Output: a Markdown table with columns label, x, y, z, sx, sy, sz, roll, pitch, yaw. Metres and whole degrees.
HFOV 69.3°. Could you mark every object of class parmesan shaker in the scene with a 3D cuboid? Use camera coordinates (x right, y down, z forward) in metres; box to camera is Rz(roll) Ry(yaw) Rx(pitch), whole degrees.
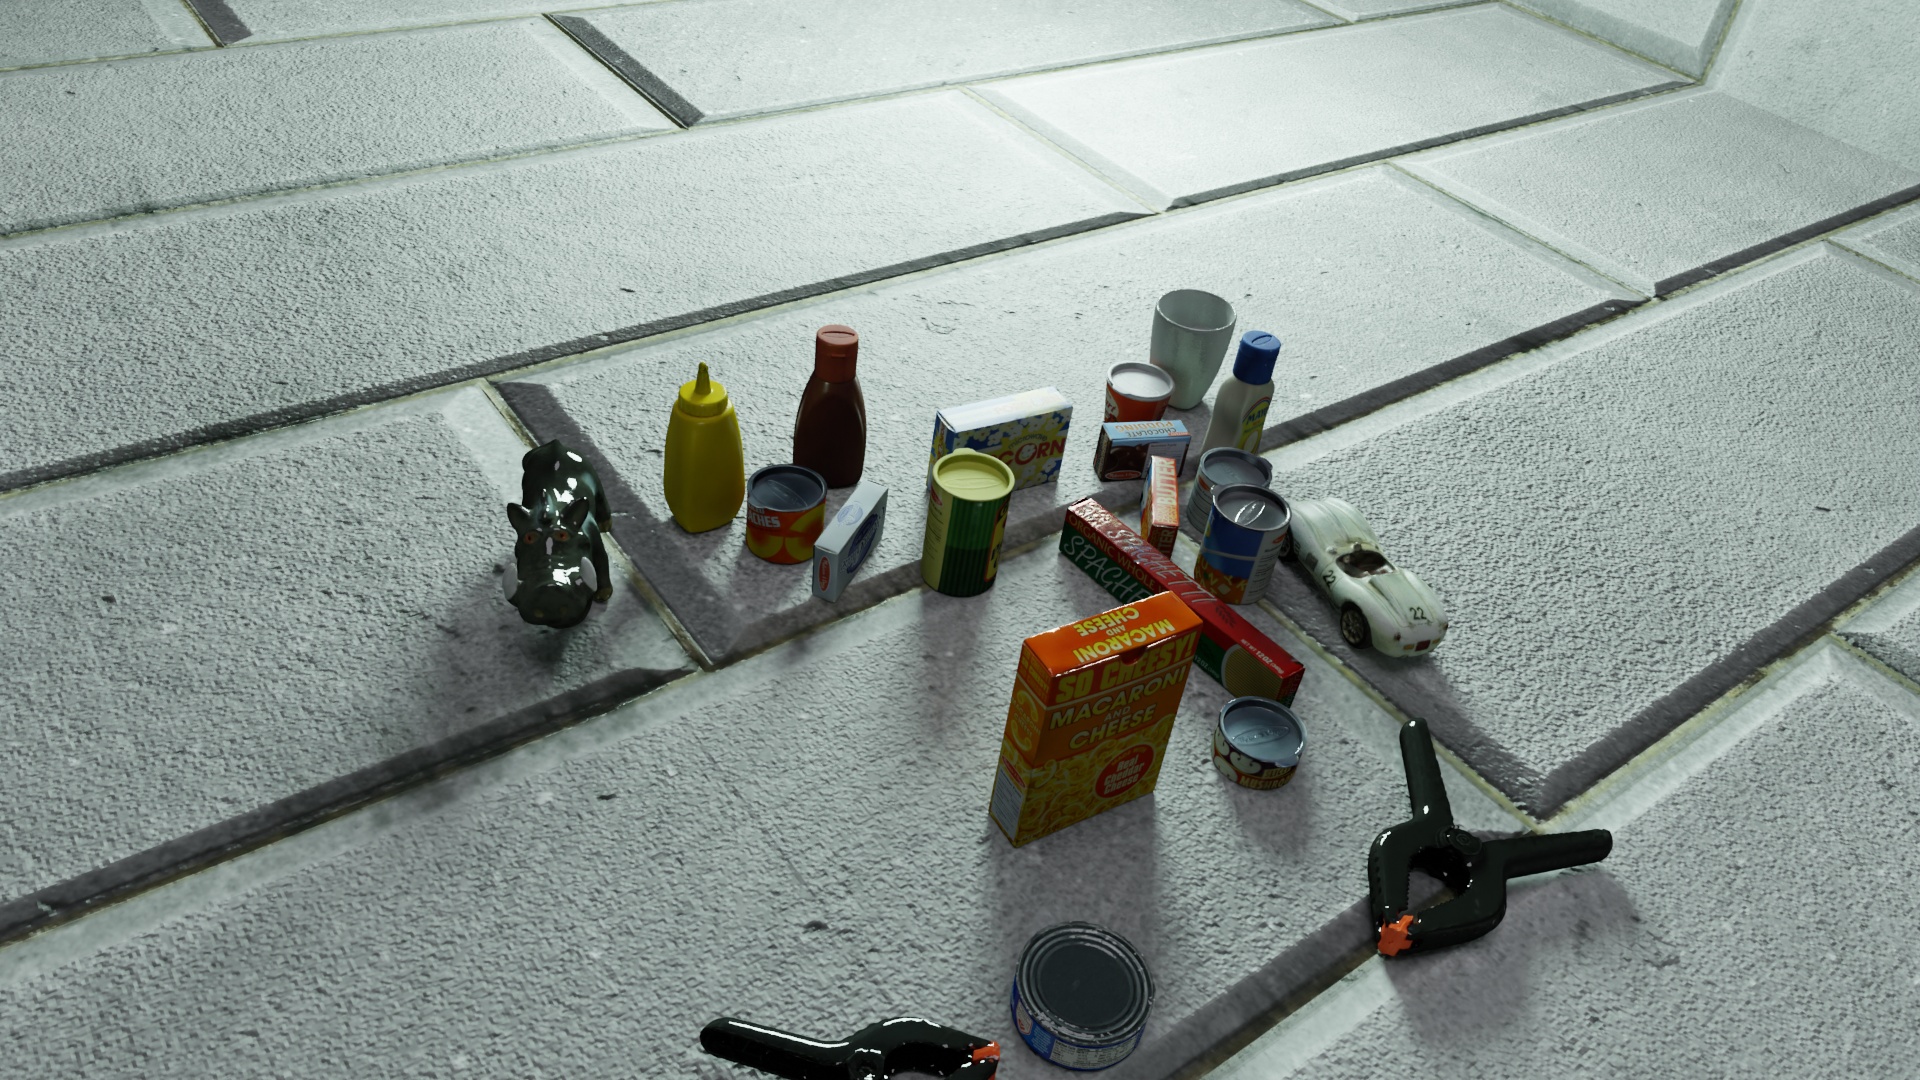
| label | x | y | z | sx | sy | sz | roll | pitch | yaw |
| --- | --- | --- | --- | --- | --- | --- | --- | --- | --- |
| parmesan shaker | 0.004 | -0.014 | 1.145 | 0.071 | 0.102 | 0.072 | 5 | 38 | -4 |

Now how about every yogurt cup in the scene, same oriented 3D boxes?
| label | x | y | z | sx | sy | sz | roll | pitch | yaw |
| --- | --- | --- | --- | --- | --- | --- | --- | --- | --- |
| yogurt cup | 0.173 | -0.138 | 1.371 | 0.072 | 0.053 | 0.073 | 5 | 38 | -4 |

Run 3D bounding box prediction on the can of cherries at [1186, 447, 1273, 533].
| label | x | y | z | sx | sy | sz | roll | pitch | yaw |
| --- | --- | --- | --- | --- | --- | --- | --- | --- | --- |
| can of cherries | 0.246 | -0.042 | 1.262 | 0.071 | 0.058 | 0.072 | 5 | 38 | -4 |

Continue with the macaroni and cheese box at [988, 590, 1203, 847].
| label | x | y | z | sx | sy | sz | roll | pitch | yaw |
| --- | --- | --- | --- | --- | --- | --- | --- | --- | --- |
| macaroni and cheese box | 0.090 | 0.122 | 0.941 | 0.124 | 0.165 | 0.040 | -16 | 45 | -28 |

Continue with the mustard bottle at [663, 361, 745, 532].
| label | x | y | z | sx | sy | sz | roll | pitch | yaw |
| --- | --- | --- | --- | --- | --- | --- | --- | --- | --- |
| mustard bottle | -0.211 | -0.082 | 1.142 | 0.065 | 0.159 | 0.049 | -22 | 47 | -33 |

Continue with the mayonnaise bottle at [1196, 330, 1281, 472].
| label | x | y | z | sx | sy | sz | roll | pitch | yaw |
| --- | --- | --- | --- | --- | --- | --- | --- | --- | --- |
| mayonnaise bottle | 0.263 | -0.123 | 1.295 | 0.065 | 0.147 | 0.041 | -26 | 50 | -36 |

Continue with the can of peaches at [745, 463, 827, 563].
| label | x | y | z | sx | sy | sz | roll | pitch | yaw |
| --- | --- | --- | --- | --- | --- | --- | --- | --- | --- |
| can of peaches | -0.148 | -0.021 | 1.160 | 0.071 | 0.057 | 0.071 | 5 | 38 | -4 |

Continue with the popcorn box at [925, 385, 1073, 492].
| label | x | y | z | sx | sy | sz | roll | pitch | yaw |
| --- | --- | --- | --- | --- | --- | --- | --- | --- | --- |
| popcorn box | 0.035 | -0.085 | 1.254 | 0.127 | 0.084 | 0.038 | -15 | 44 | -27 |

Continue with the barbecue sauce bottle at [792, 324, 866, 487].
| label | x | y | z | sx | sy | sz | roll | pitch | yaw |
| --- | --- | --- | --- | --- | --- | --- | --- | --- | --- |
| barbecue sauce bottle | -0.112 | -0.116 | 1.213 | 0.065 | 0.147 | 0.044 | 2 | 39 | -9 |

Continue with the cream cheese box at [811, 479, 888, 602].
| label | x | y | z | sx | sy | sz | roll | pitch | yaw |
| --- | --- | --- | --- | --- | --- | --- | --- | --- | --- |
| cream cheese box | -0.092 | -0.001 | 1.149 | 0.024 | 0.053 | 0.104 | 18 | 39 | 12 |

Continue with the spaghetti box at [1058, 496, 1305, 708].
| label | x | y | z | sx | sy | sz | roll | pitch | yaw |
| --- | --- | --- | --- | --- | --- | --- | --- | --- | --- |
| spaghetti box | 0.174 | 0.051 | 1.138 | 0.029 | 0.049 | 0.251 | -23 | 48 | -33 |

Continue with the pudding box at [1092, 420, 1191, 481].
| label | x | y | z | sx | sy | sz | roll | pitch | yaw |
| --- | --- | --- | --- | --- | --- | --- | --- | --- | --- |
| pudding box | 0.171 | -0.085 | 1.308 | 0.084 | 0.049 | 0.030 | -4 | 40 | -16 |

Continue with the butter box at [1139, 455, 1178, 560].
| label | x | y | z | sx | sy | sz | roll | pitch | yaw |
| --- | --- | --- | --- | --- | --- | --- | --- | --- | --- |
| butter box | 0.176 | -0.024 | 1.231 | 0.024 | 0.052 | 0.104 | 9 | 38 | 0 |

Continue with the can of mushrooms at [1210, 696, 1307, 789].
| label | x | y | z | sx | sy | sz | roll | pitch | yaw |
| --- | --- | --- | --- | --- | --- | --- | --- | --- | --- |
| can of mushrooms | 0.223 | 0.153 | 1.035 | 0.071 | 0.033 | 0.071 | 5 | 39 | -4 |

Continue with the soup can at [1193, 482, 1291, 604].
| label | x | y | z | sx | sy | sz | roll | pitch | yaw |
| --- | --- | --- | --- | --- | --- | --- | --- | --- | --- |
| soup can | 0.237 | 0.002 | 1.186 | 0.071 | 0.083 | 0.072 | 5 | 38 | -4 |
